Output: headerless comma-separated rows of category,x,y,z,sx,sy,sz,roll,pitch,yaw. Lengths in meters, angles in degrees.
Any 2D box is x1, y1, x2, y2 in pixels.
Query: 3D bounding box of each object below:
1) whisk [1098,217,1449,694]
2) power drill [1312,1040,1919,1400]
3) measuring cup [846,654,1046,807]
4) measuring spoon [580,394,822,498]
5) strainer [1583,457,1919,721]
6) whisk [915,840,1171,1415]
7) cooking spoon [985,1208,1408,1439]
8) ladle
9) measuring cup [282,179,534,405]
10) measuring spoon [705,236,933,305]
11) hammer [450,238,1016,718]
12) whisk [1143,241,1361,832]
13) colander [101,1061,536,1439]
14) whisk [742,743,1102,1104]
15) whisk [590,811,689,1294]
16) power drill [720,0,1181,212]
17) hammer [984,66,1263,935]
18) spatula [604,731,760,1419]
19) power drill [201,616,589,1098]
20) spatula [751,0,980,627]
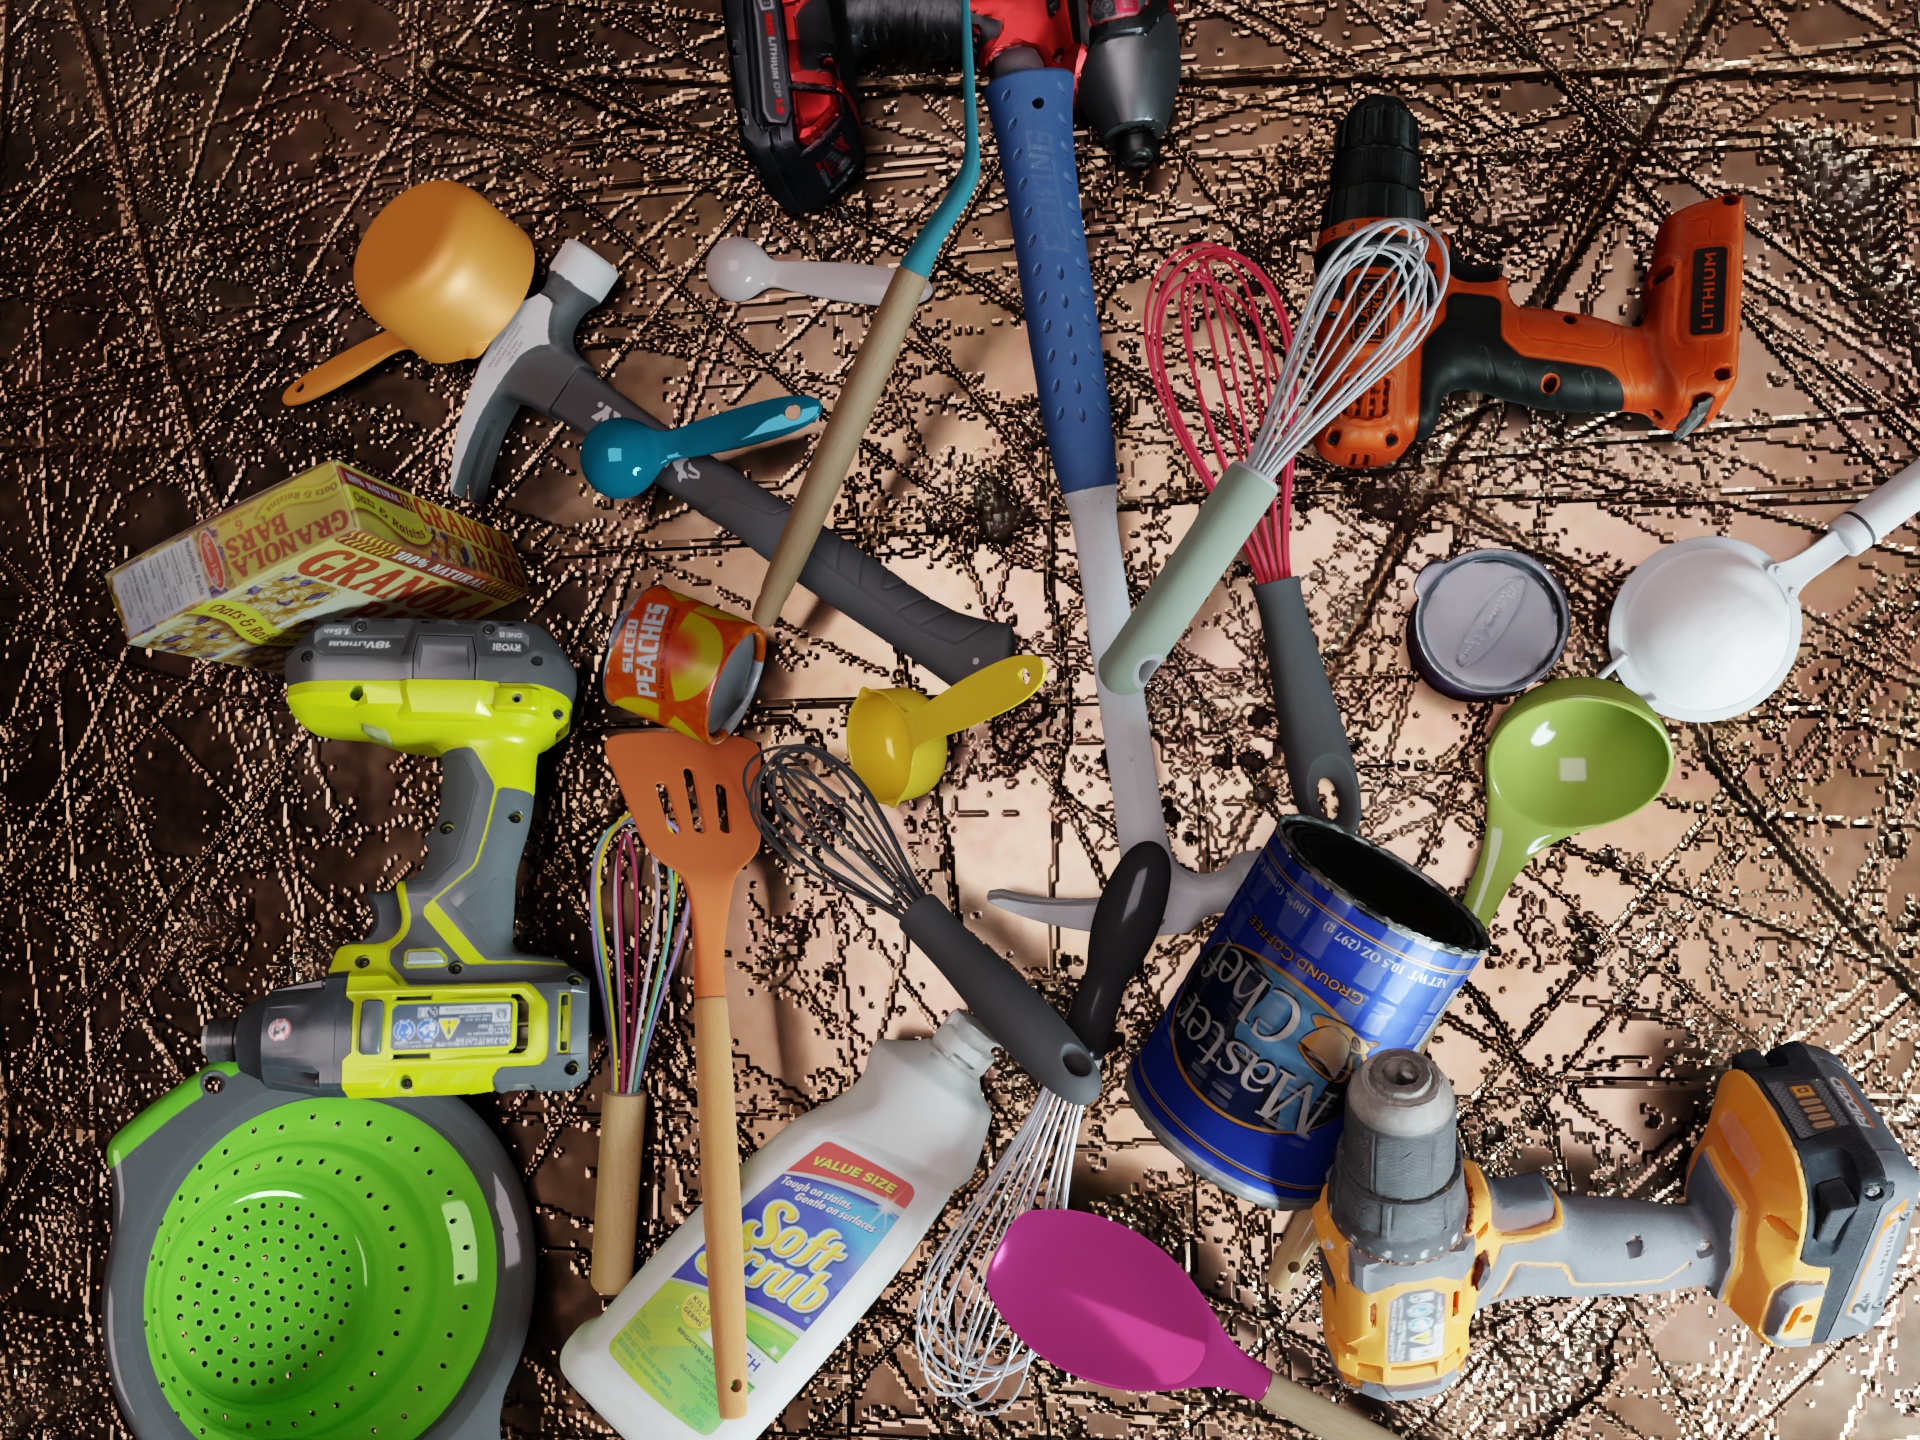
whisk,0.135,-0.116,0.709,0.059,0.057,0.246,37,97,34
power drill,0.258,0.194,0.652,0.226,0.084,0.185,-9,125,2
measuring cup,-0.001,-0.002,0.746,0.156,0.029,0.062,-26,77,50
measuring spoon,-0.132,-0.144,0.794,0.128,0.021,0.042,-13,83,9
strainer,0.396,-0.081,0.720,0.258,0.050,0.087,-37,96,2
whisk,0.041,0.188,0.736,0.070,0.070,0.284,20,97,11
cooking spoon,0.157,0.308,0.709,0.319,0.017,0.069,29,88,-1
ladle,0.222,0.126,0.727,0.078,0.062,0.320,27,94,-5
measuring cup,-0.310,-0.221,0.843,0.173,0.052,0.095,-25,59,16
measuring spoon,-0.075,-0.232,0.828,0.124,0.018,0.034,9,87,10
hammer,-0.113,-0.103,0.817,0.335,0.035,0.146,34,91,11
whisk,0.146,-0.085,0.758,0.073,0.073,0.296,-13,89,9
colander,-0.278,0.344,0.781,0.094,0.204,0.397,-25,98,41
whisk,-0.021,0.091,0.738,0.055,0.055,0.239,-49,63,4
whisk,-0.172,0.166,0.803,0.051,0.047,0.245,4,89,10
power drill,-0.001,-0.331,0.796,0.219,0.078,0.143,-9,84,7
hammer,0.057,-0.097,0.748,0.144,0.035,0.405,-9,92,1
spatula,-0.119,0.157,0.755,0.081,0.041,0.323,1,75,-26
power drill,-0.266,0.068,0.768,0.171,0.080,0.223,1,72,-12
spatula,-0.043,-0.191,0.749,0.044,0.082,0.317,23,104,-6
